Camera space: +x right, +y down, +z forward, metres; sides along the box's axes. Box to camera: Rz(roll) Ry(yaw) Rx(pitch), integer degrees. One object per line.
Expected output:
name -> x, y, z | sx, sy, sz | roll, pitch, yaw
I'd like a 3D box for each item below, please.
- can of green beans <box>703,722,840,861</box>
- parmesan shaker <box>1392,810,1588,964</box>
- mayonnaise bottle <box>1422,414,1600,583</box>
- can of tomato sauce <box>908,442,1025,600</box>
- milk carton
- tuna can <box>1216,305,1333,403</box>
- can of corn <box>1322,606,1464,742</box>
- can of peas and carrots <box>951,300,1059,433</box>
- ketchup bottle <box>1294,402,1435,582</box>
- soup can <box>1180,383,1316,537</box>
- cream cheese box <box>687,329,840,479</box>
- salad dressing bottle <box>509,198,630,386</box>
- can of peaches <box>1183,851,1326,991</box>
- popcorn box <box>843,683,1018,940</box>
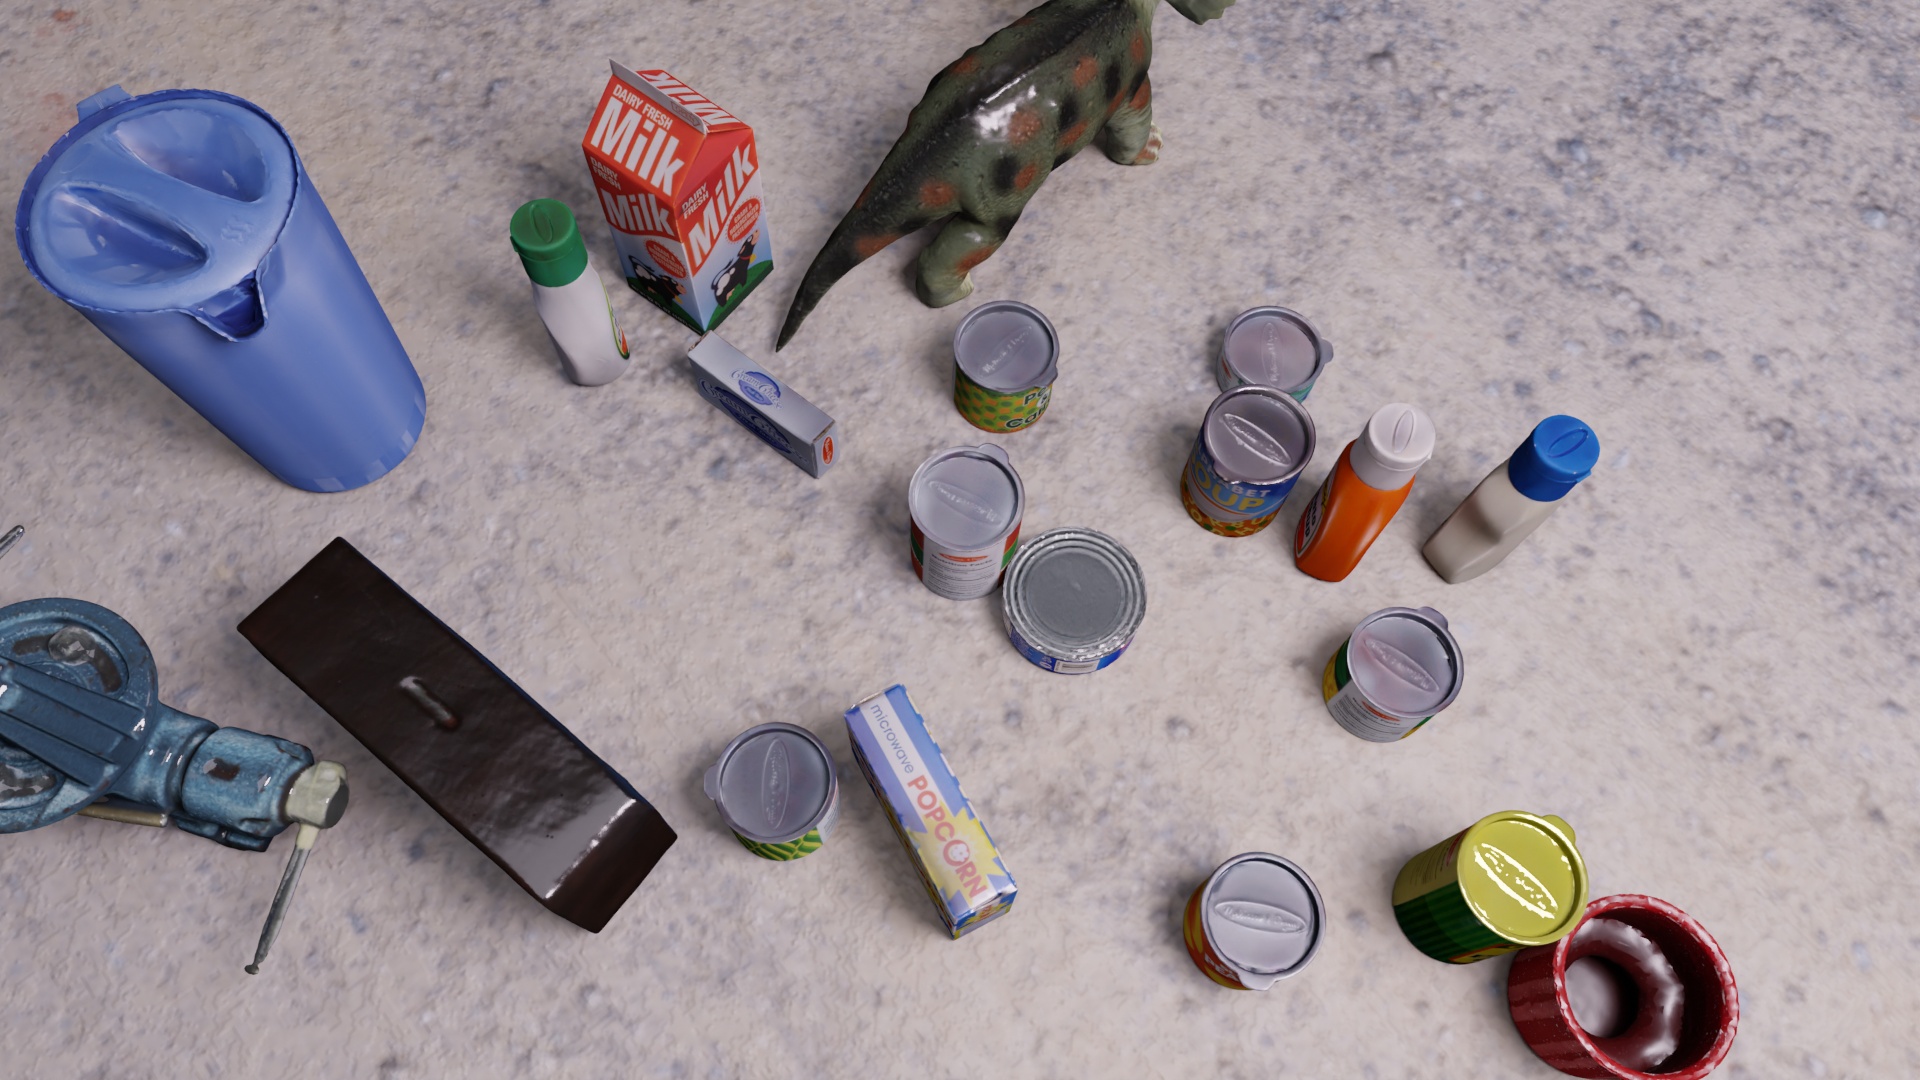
can of green beans -> -0.100, 0.140, 0.771 | 0.071, 0.057, 0.071 | 1, 67, -2
parmesan shaker -> 0.281, 0.185, 0.740 | 0.071, 0.102, 0.071 | 1, 67, -2
mayonnaise bottle -> 0.322, -0.024, 0.808 | 0.065, 0.147, 0.041 | -31, 71, -14
can of tomato sauce -> 0.003, -0.010, 0.826 | 0.071, 0.082, 0.071 | 1, 67, -2
milk carton -> -0.171, -0.213, 0.849 | 0.072, 0.189, 0.074 | 34, 70, 12
tuna can -> 0.204, -0.117, 0.906 | 0.071, 0.032, 0.071 | 1, 67, -2
can of corn -> 0.252, 0.077, 0.810 | 0.071, 0.058, 0.071 | 1, 67, -2
can of peas and carrots -> 0.030, -0.108, 0.882 | 0.071, 0.058, 0.071 | 1, 67, -2
ketchup bottle -> 0.234, -0.030, 0.807 | 0.043, 0.148, 0.065 | 20, 68, 7
soup can -> 0.171, -0.045, 0.846 | 0.071, 0.083, 0.071 | 1, 67, -2
cream cheese box -> -0.123, -0.084, 0.869 | 0.104, 0.053, 0.024 | 36, 71, 13
salad dressing bottle -> -0.236, -0.148, 0.842 | 0.044, 0.147, 0.064 | -21, 69, -10
can of peaches -> 0.157, 0.209, 0.750 | 0.071, 0.058, 0.071 | 1, 67, -2
popcorn box -> -0.017, 0.148, 0.755 | 0.038, 0.085, 0.127 | -27, 70, -12
